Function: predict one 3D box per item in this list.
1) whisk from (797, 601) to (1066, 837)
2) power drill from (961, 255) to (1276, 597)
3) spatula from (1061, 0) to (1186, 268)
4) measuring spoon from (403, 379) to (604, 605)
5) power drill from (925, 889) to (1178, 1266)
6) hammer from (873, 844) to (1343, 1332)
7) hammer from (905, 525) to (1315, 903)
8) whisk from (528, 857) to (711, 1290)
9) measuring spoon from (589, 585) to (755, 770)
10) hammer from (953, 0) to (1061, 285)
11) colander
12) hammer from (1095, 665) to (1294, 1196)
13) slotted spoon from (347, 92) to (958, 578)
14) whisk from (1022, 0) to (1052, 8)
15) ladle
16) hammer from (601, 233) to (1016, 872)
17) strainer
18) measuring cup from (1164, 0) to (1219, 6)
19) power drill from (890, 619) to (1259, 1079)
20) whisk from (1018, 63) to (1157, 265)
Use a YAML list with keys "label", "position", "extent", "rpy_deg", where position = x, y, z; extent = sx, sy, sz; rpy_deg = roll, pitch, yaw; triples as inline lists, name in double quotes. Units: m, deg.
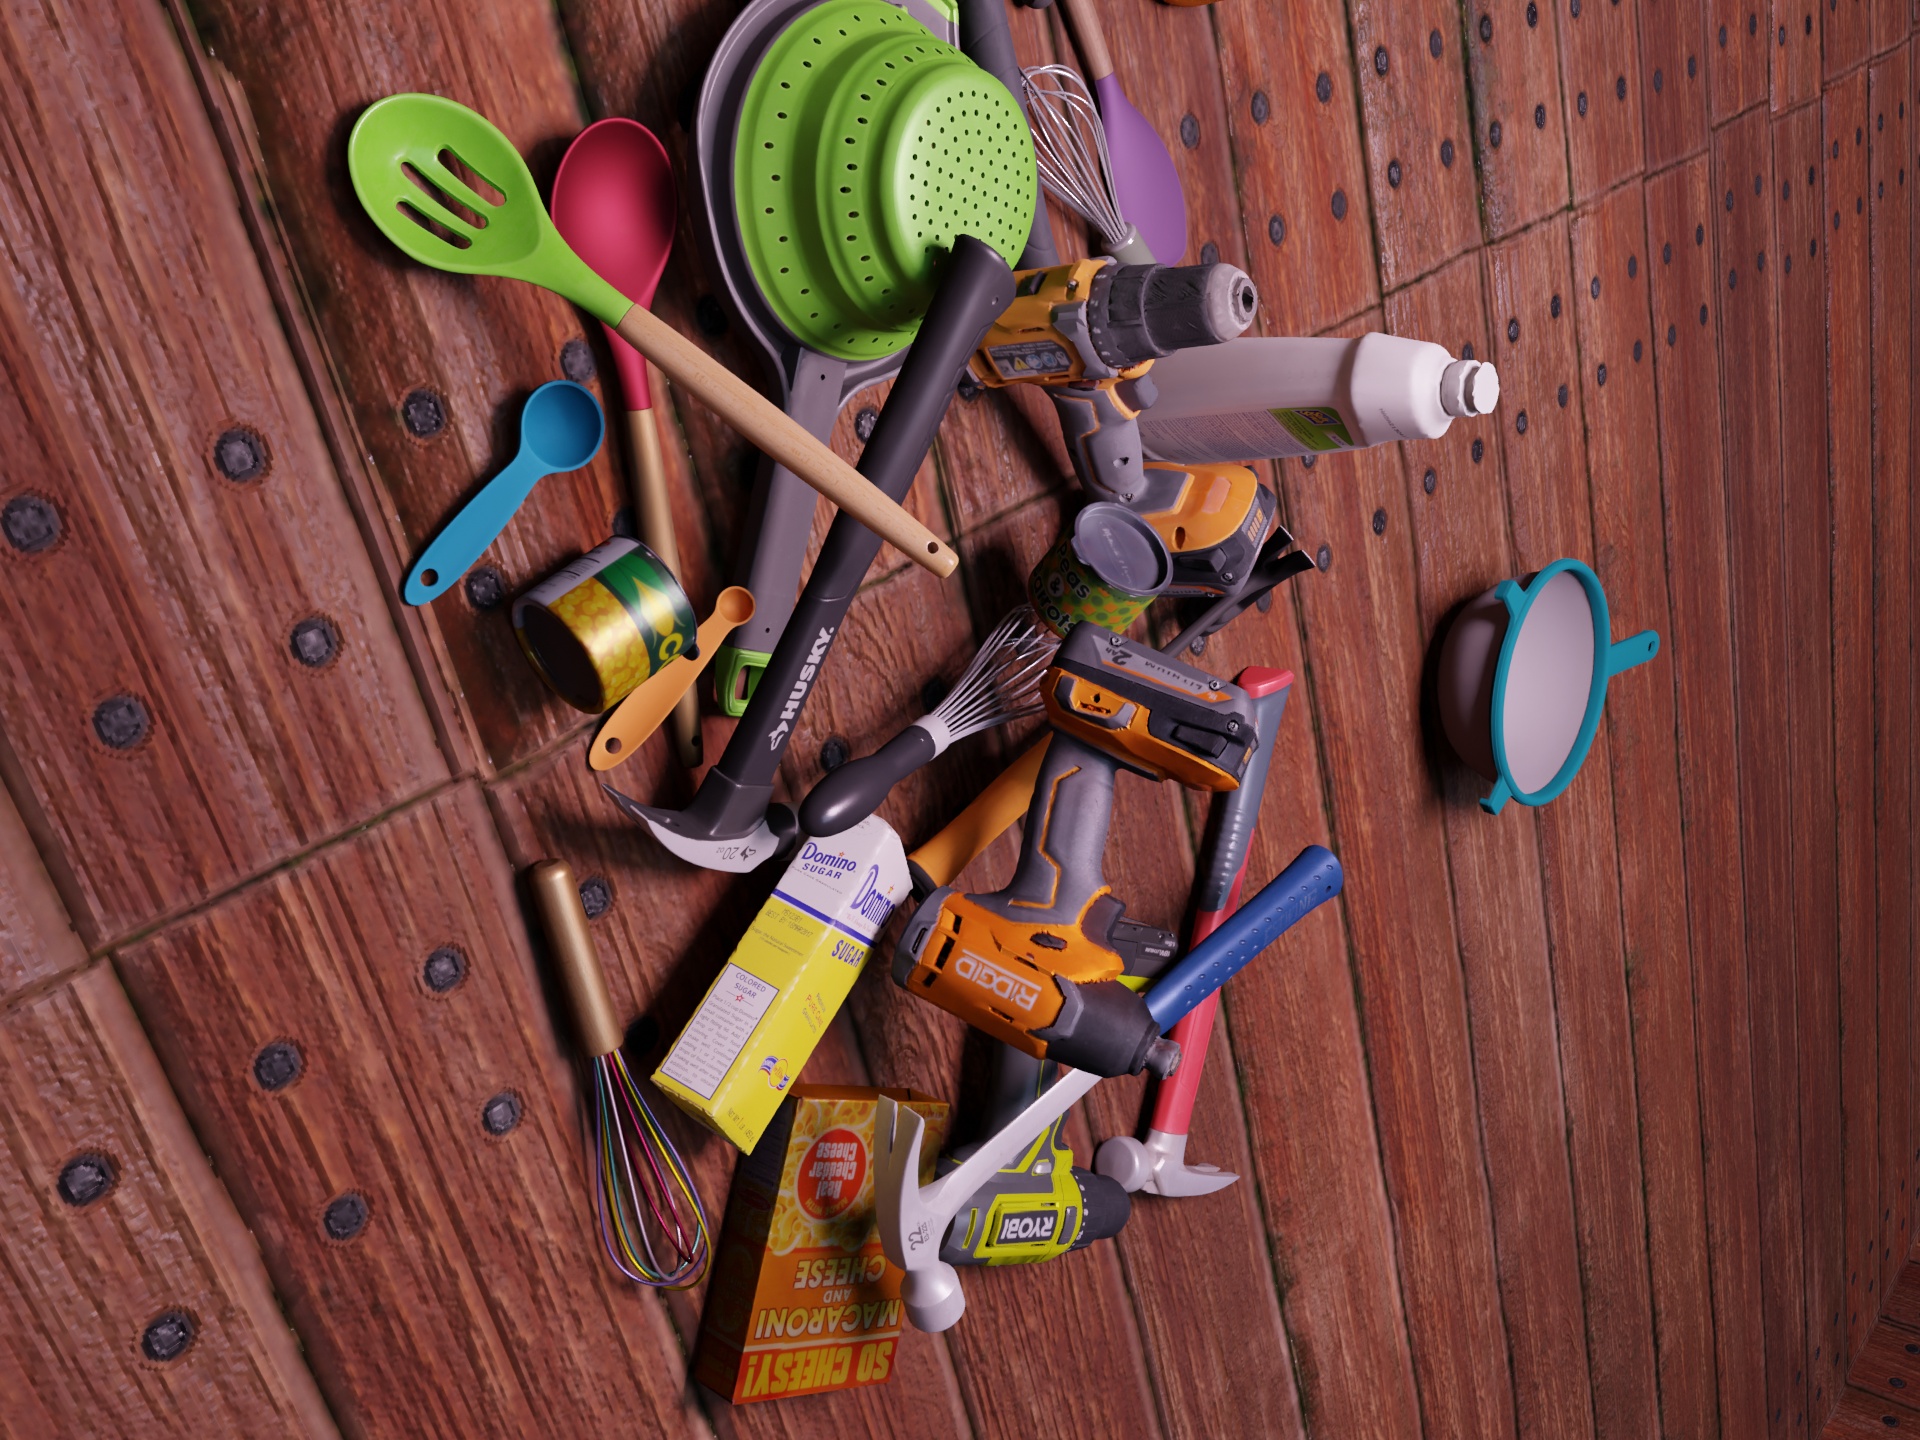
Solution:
- label: "whisk"
  position: [-0.002, -0.004, 0.895]
  extent: [0.284, 0.070, 0.070]
  rpy_deg: [-36, 121, -49]
- label: "power drill"
  position: [0.111, -0.172, 0.925]
  extent: [0.226, 0.185, 0.084]
  rpy_deg: [54, 52, -39]
- label: "spatula"
  position: [0.079, -0.418, 0.967]
  extent: [0.060, 0.018, 0.315]
  rpy_deg: [-44, 126, -24]
- label: "measuring spoon"
  position: [-0.215, -0.105, 0.731]
  extent: [0.128, 0.021, 0.042]
  rpy_deg: [-53, 130, -14]
- label: "power drill"
  position: [0.063, 0.234, 1.019]
  extent: [0.190, 0.080, 0.228]
  rpy_deg: [16, 88, -45]
- label: "hammer"
  position: [0.103, 0.187, 0.966]
  extent: [0.405, 0.035, 0.144]
  rpy_deg: [-33, 123, -33]
- label: "hammer"
  position: [0.088, -0.002, 0.992]
  extent: [0.337, 0.127, 0.034]
  rpy_deg: [-41, 90, -27]
- label: "whisk"
  position: [-0.170, 0.183, 0.800]
  extent: [0.051, 0.047, 0.245]
  rpy_deg: [-26, 111, -38]
- label: "measuring spoon"
  position: [-0.144, -0.020, 0.794]
  extent: [0.021, 0.011, 0.117]
  rpy_deg: [41, 86, -5]
- label: "hammer"
  position: [0.003, -0.424, 0.828]
  extent: [0.036, 0.149, 0.408]
  rpy_deg: [-36, 128, -30]
- label: "colander"
  position: [-0.047, -0.187, 0.799]
  extent: [0.204, 0.095, 0.397]
  rpy_deg: [6, 98, -51]
- label: "hammer"
  position: [0.194, 0.152, 1.162]
  extent: [0.143, 0.038, 0.386]
  rpy_deg: [18, 84, -46]
- label: "slotted spoon"
  position: [-0.128, -0.160, 0.703]
  extent: [0.313, 0.031, 0.070]
  rpy_deg: [36, 74, -10]
- label: "whisk"
  position: [0.003, -0.530, 0.847]
  extent: [0.073, 0.073, 0.295]
  rpy_deg: [-45, 131, -31]
- label: "ladle"
  position: [-0.153, -0.126, 0.778]
  extent: [0.069, 0.031, 0.315]
  rpy_deg: [-19, 112, -38]
- label: "hammer"
  position: [-0.061, -0.076, 0.776]
  extent: [0.146, 0.035, 0.334]
  rpy_deg: [6, 113, -59]
- label: "strainer"
  position: [0.514, -0.049, 1.412]
  extent: [0.340, 0.095, 0.211]
  rpy_deg: [-15, 110, -45]
- label: "measuring cup"
  position: [0.171, -0.523, 1.020]
  extent: [0.174, 0.052, 0.095]
  rpy_deg: [-49, 127, -31]
- label: "power drill"
  position: [0.080, 0.078, 0.871]
  extent: [0.226, 0.164, 0.084]
  rpy_deg: [-64, 163, -4]
- label: "whisk"
  position: [0.095, -0.305, 0.984]
  extent: [0.058, 0.059, 0.246]
  rpy_deg: [-35, 135, 10]
